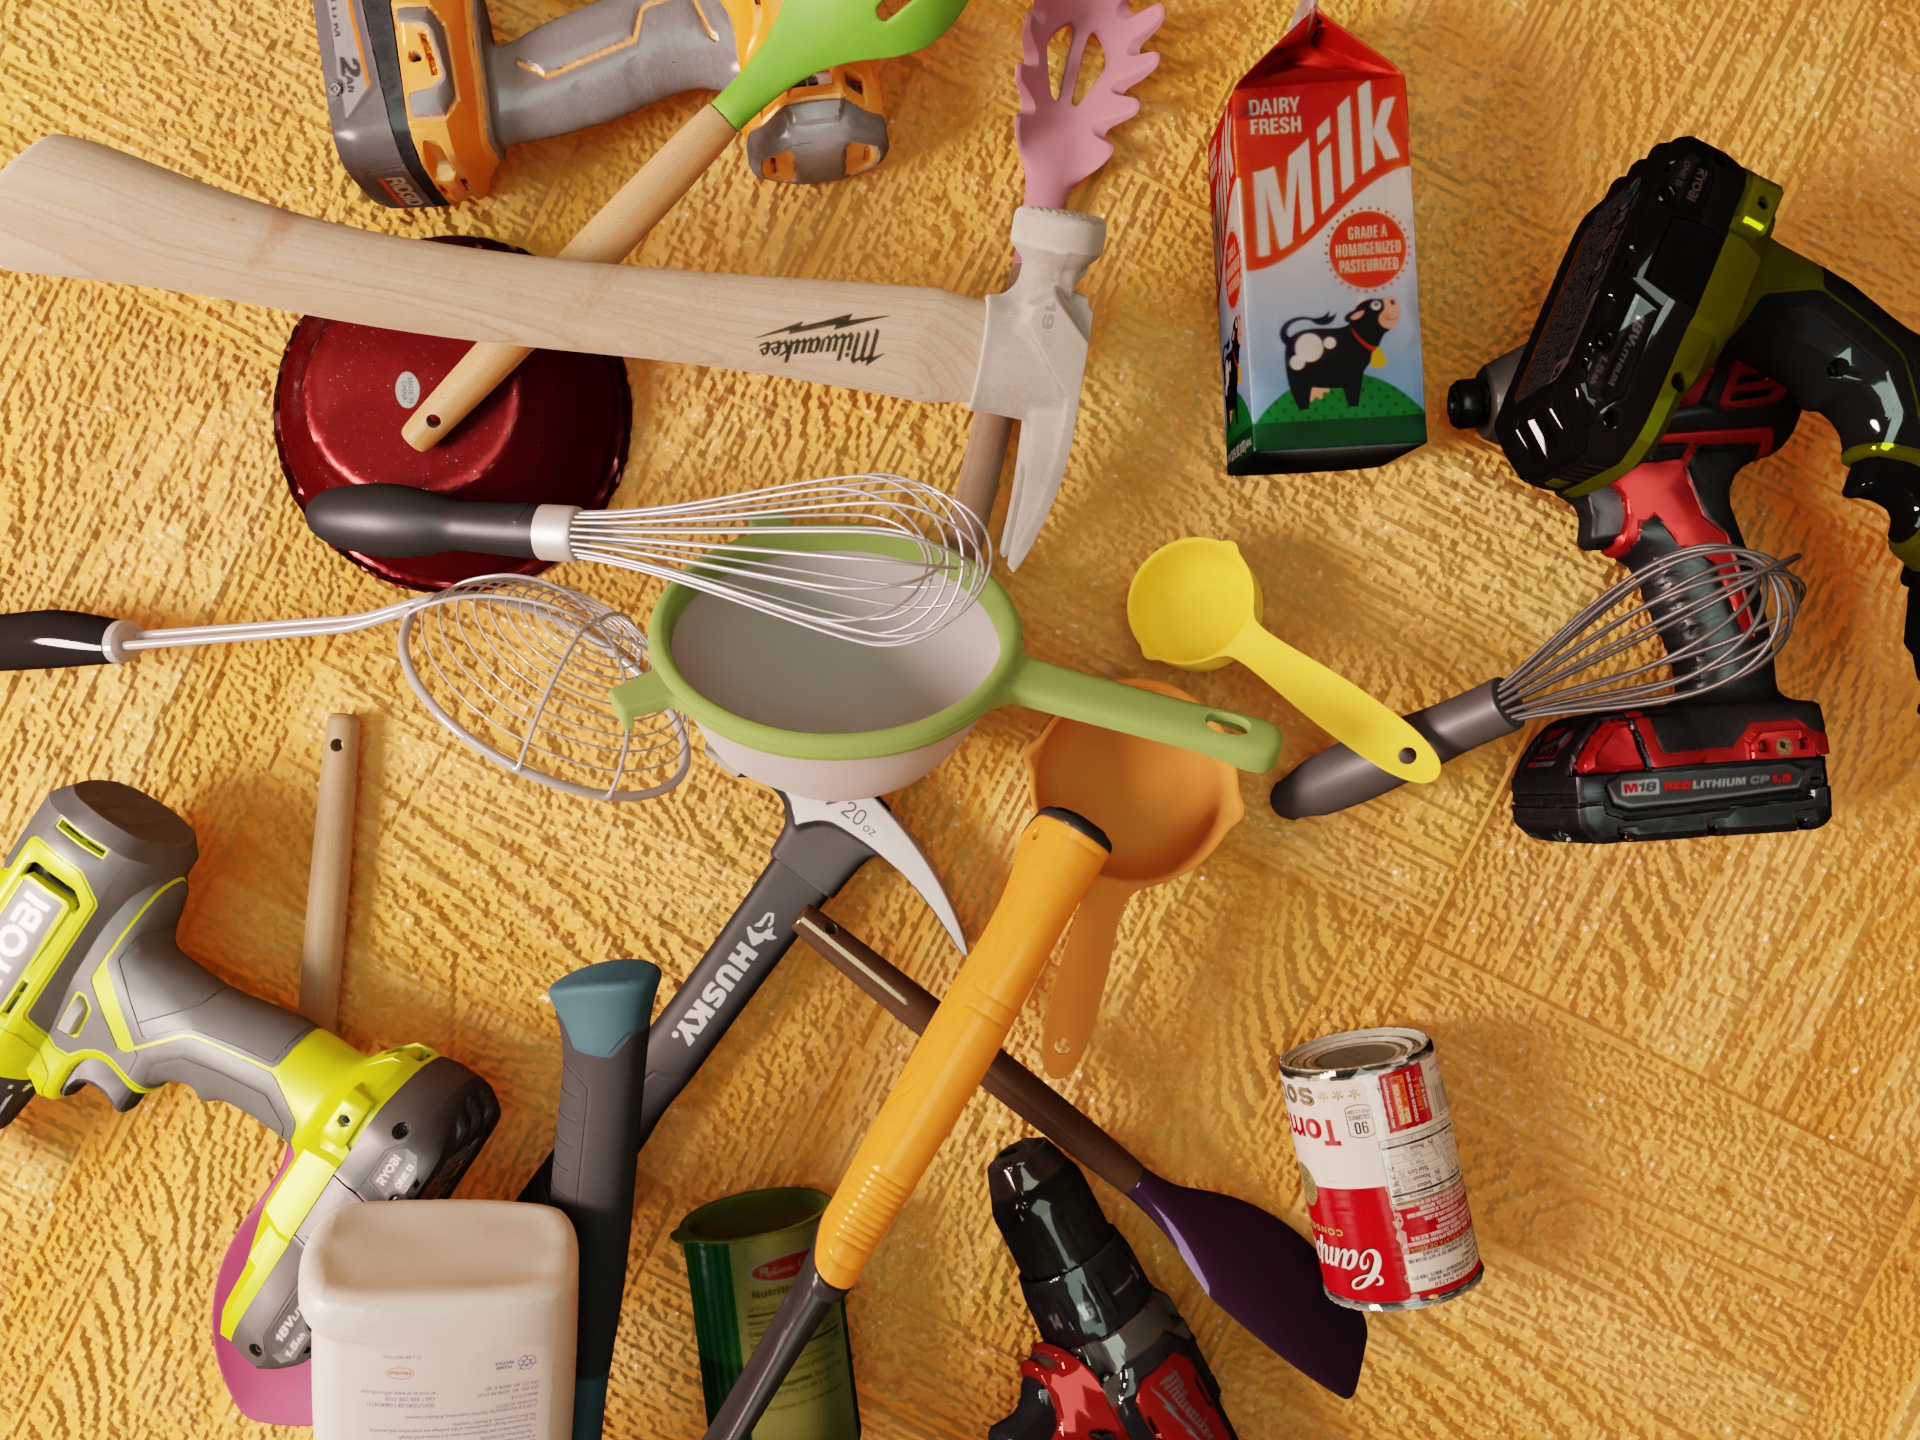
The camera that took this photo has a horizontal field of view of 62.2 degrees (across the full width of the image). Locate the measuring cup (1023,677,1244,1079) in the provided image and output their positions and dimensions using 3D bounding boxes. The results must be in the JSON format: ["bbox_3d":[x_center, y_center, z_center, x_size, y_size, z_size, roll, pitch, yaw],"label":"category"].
[{"bbox_3d":[0.062,0.067,0.690,0.095,0.052,0.173,15,92,0],"label":"measuring cup"}]

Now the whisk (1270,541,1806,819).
[{"bbox_3d":[0.217,-0.008,0.631,0.239,0.055,0.055,-31,91,43],"label":"whisk"}]

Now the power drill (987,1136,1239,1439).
[{"bbox_3d":[0.004,0.299,0.645,0.226,0.080,0.188,-27,90,-30],"label":"power drill"}]

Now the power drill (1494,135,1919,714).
[{"bbox_3d":[0.334,-0.110,0.610,0.223,0.080,0.171,25,84,-1],"label":"power drill"}]

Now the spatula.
[{"bbox_3d":[0.055,0.179,0.680,0.316,0.060,0.018,39,132,-7],"label":"spatula"}]

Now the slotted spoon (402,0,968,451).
[{"bbox_3d":[-0.111,-0.221,0.637,0.314,0.031,0.070,-44,110,5],"label":"slotted spoon"}]

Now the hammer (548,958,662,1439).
[{"bbox_3d":[-0.158,0.252,0.655,0.128,0.033,0.331,11,105,10],"label":"hammer"}]

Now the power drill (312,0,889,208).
[{"bbox_3d":[-0.152,-0.317,0.675,0.226,0.084,0.185,-8,91,-4],"label":"power drill"}]

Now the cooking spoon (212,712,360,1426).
[{"bbox_3d":[-0.288,0.156,0.708,0.069,0.017,0.319,5,91,1],"label":"cooking spoon"}]

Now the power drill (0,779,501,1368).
[{"bbox_3d":[-0.331,0.161,0.663,0.228,0.080,0.190,34,92,3],"label":"power drill"}]

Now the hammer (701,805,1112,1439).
[{"bbox_3d":[-0.033,0.182,0.602,0.034,0.127,0.337,34,79,-16],"label":"hammer"}]

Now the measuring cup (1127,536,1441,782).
[{"bbox_3d":[0.138,-0.020,0.670,0.157,0.029,0.062,40,96,26],"label":"measuring cup"}]

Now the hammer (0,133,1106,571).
[{"bbox_3d":[-0.152,-0.153,0.622,0.410,0.038,0.146,6,110,-11],"label":"hammer"}]

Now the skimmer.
[{"bbox_3d":[-0.296,-0.009,0.679,0.363,0.127,0.090,-2,110,11],"label":"skimmer"}]

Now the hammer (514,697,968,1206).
[{"bbox_3d":[-0.135,0.165,0.699,0.146,0.035,0.335,37,91,1],"label":"hammer"}]

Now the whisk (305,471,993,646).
[{"bbox_3d":[-0.127,-0.073,0.629,0.284,0.070,0.070,6,91,10],"label":"whisk"}]

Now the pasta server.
[{"bbox_3d":[0.025,-0.172,0.694,0.060,0.040,0.316,13,92,-11],"label":"pasta server"}]

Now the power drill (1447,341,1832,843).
[{"bbox_3d":[0.286,-0.060,0.677,0.143,0.078,0.220,-4,87,-1],"label":"power drill"}]

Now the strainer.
[{"bbox_3d":[-0.001,-0.002,0.649,0.256,0.152,0.069,15,131,10],"label":"strainer"}]
